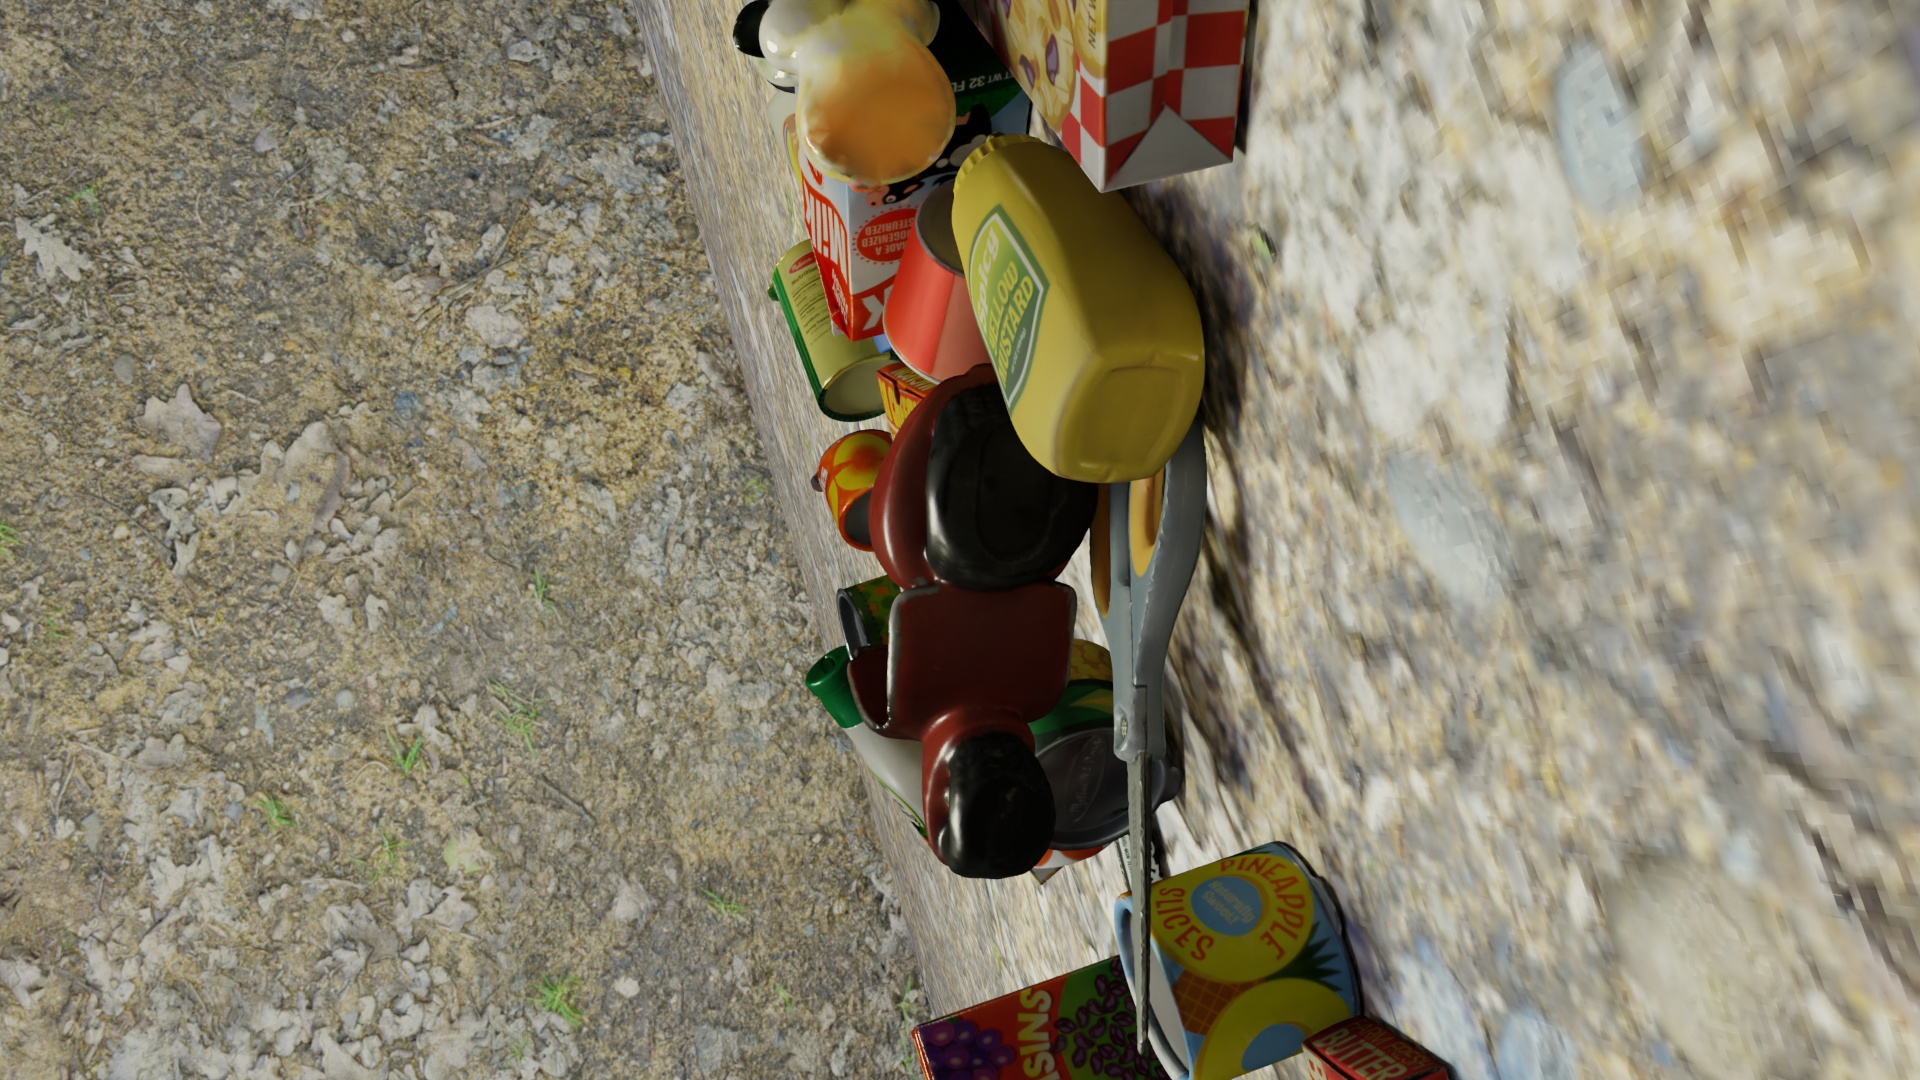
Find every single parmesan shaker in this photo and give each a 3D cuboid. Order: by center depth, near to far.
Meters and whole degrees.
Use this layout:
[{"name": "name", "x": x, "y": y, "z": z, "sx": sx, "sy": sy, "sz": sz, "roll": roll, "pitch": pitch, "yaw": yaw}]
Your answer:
[{"name": "parmesan shaker", "x": -0.076, "y": -0.133, "z": 0.881, "sx": 0.071, "sy": 0.071, "sz": 0.103, "roll": 92, "pitch": 159, "yaw": -60}]

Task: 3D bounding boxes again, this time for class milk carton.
[{"name": "milk carton", "x": -0.023, "y": -0.146, "z": 0.568, "sx": 0.189, "sy": 0.072, "sz": 0.073, "roll": 95, "pitch": 156, "yaw": -64}]

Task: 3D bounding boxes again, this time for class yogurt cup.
[{"name": "yogurt cup", "x": 0.007, "y": -0.097, "z": 0.515, "sx": 0.053, "sy": 0.072, "sz": 0.072, "roll": 104, "pitch": 149, "yaw": -55}]

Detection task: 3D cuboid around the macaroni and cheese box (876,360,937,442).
[{"name": "macaroni and cheese box", "x": 0.003, "y": -0.009, "z": 0.736, "sx": 0.124, "sy": 0.040, "sz": 0.166, "roll": -140, "pitch": 34, "yaw": -70}]

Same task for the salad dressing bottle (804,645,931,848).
[{"name": "salad dressing bottle", "x": -0.039, "y": 0.130, "z": 0.861, "sx": 0.147, "sy": 0.044, "sz": 0.064, "roll": 54, "pitch": 175, "yaw": -18}]

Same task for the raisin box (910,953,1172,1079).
[{"name": "raisin box", "x": 0.045, "y": 0.272, "z": 0.712, "sx": 0.040, "sy": 0.123, "sz": 0.086, "roll": 103, "pitch": 150, "yaw": -70}]

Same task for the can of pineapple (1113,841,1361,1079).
[{"name": "can of pineapple", "x": 0.088, "y": 0.138, "z": 0.455, "sx": 0.071, "sy": 0.058, "sz": 0.071, "roll": 166, "pitch": 88, "yaw": -80}]

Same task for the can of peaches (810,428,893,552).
[{"name": "can of peaches", "x": -0.063, "y": -0.033, "z": 0.967, "sx": 0.071, "sy": 0.071, "sz": 0.058, "roll": 84, "pitch": 164, "yaw": -46}]

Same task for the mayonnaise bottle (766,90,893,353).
[{"name": "mayonnaise bottle", "x": -0.053, "y": -0.175, "z": 0.742, "sx": 0.064, "sy": 0.041, "sz": 0.148, "roll": -13, "pitch": 101, "yaw": 54}]

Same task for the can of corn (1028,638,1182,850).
[{"name": "can of corn", "x": 0.048, "y": 0.082, "z": 0.567, "sx": 0.058, "sy": 0.071, "sz": 0.070, "roll": -111, "pitch": 10, "yaw": -53}]

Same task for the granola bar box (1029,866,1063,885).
[{"name": "granola bar box", "x": 0.005, "y": 0.111, "z": 0.805, "sx": 0.124, "sy": 0.039, "sz": 0.166, "roll": 53, "pitch": 176, "yaw": -17}]

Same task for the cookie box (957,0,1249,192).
[{"name": "cookie box", "x": 0.021, "y": -0.187, "z": 0.357, "sx": 0.122, "sy": 0.040, "sz": 0.168, "roll": 85, "pitch": 165, "yaw": -47}]

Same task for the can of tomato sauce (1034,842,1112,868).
[{"name": "can of tomato sauce", "x": 0.035, "y": 0.101, "z": 0.650, "sx": 0.071, "sy": 0.071, "sz": 0.083, "roll": -136, "pitch": 31, "yaw": -70}]

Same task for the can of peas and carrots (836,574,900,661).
[{"name": "can of peas and carrots", "x": -0.023, "y": 0.046, "z": 0.685, "sx": 0.071, "sy": 0.059, "sz": 0.071, "roll": 163, "pitch": 89, "yaw": -75}]

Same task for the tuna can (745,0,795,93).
[{"name": "tuna can", "x": -0.068, "y": -0.250, "z": 0.675, "sx": 0.071, "sy": 0.071, "sz": 0.033, "roll": 106, "pitch": 147, "yaw": -71}]

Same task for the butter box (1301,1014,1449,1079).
[{"name": "butter box", "x": 0.133, "y": 0.197, "z": 0.404, "sx": 0.053, "sy": 0.024, "sz": 0.103, "roll": 166, "pitch": 87, "yaw": -81}]

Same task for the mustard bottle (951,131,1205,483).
[{"name": "mustard bottle", "x": 0.028, "y": -0.087, "z": 0.441, "sx": 0.161, "sy": 0.049, "sz": 0.065, "roll": -110, "pitch": 27, "yaw": -44}]
